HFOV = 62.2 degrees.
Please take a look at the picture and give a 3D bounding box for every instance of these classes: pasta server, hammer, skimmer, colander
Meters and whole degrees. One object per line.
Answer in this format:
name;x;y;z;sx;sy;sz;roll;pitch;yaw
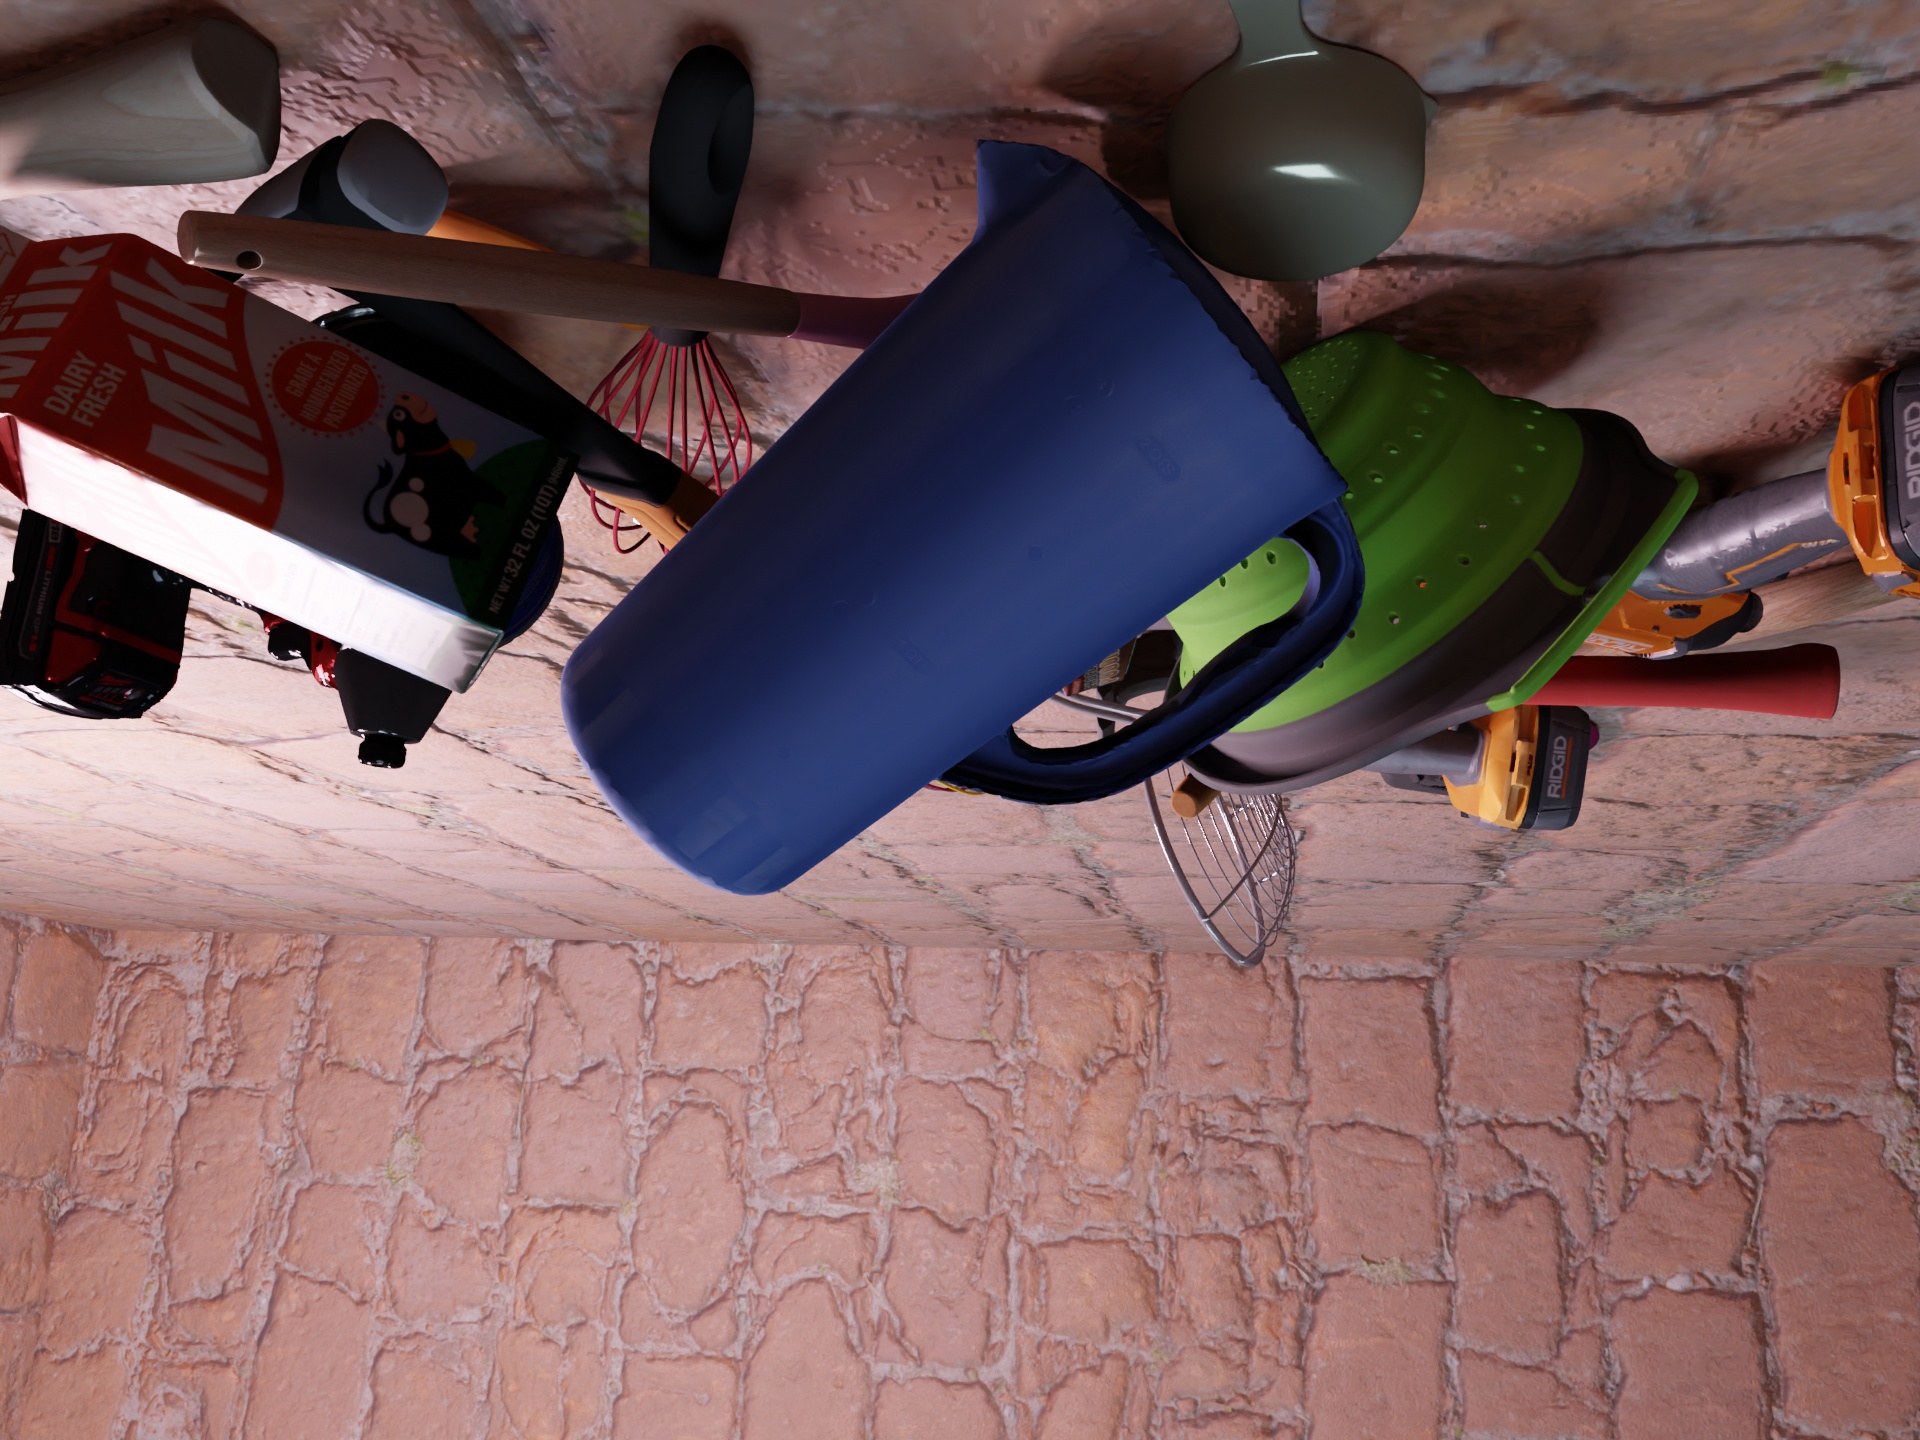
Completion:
pasta server;-0.072;-0.124;0.492;0.316;0.040;0.060;-6;140;-44
hammer;-0.110;-0.076;0.584;0.127;0.034;0.336;-5;147;43
hammer;-0.395;-0.172;0.518;0.411;0.038;0.146;-4;163;23
skimmer;-0.001;-0.002;0.762;0.363;0.090;0.127;25;-157;5
hammer;0.445;-0.067;0.787;0.130;0.031;0.331;10;164;-29
hammer;0.252;-0.019;0.821;0.359;0.036;0.149;1;-160;18
colander;0.108;-0.081;0.668;0.094;0.204;0.397;47;167;-17

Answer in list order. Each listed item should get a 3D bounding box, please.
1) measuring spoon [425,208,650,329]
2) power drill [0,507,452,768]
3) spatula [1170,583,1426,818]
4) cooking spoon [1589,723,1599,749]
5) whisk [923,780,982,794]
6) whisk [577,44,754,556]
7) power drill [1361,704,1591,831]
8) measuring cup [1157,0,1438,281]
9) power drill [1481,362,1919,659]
measuring spoon;-0.150;-0.150;0.523;0.117;0.011;0.021;22;150;14
power drill;-0.343;-0.050;0.772;0.219;0.143;0.078;2;168;12
spatula;0.174;-0.024;0.736;0.081;0.041;0.322;-9;-162;38
cooking spoon;0.384;-0.010;1.048;0.069;0.017;0.318;-1;165;22
whisk;-0.074;0.002;0.986;0.244;0.047;0.051;18;161;-32
whisk;-0.103;-0.135;0.574;0.073;0.073;0.295;6;160;-12
power drill;0.251;0.013;0.996;0.226;0.084;0.185;7;-178;2
measuring cup;0.085;-0.170;0.431;0.083;0.038;0.167;-2;167;18
power drill;0.360;-0.075;0.684;0.164;0.084;0.226;8;168;-28
